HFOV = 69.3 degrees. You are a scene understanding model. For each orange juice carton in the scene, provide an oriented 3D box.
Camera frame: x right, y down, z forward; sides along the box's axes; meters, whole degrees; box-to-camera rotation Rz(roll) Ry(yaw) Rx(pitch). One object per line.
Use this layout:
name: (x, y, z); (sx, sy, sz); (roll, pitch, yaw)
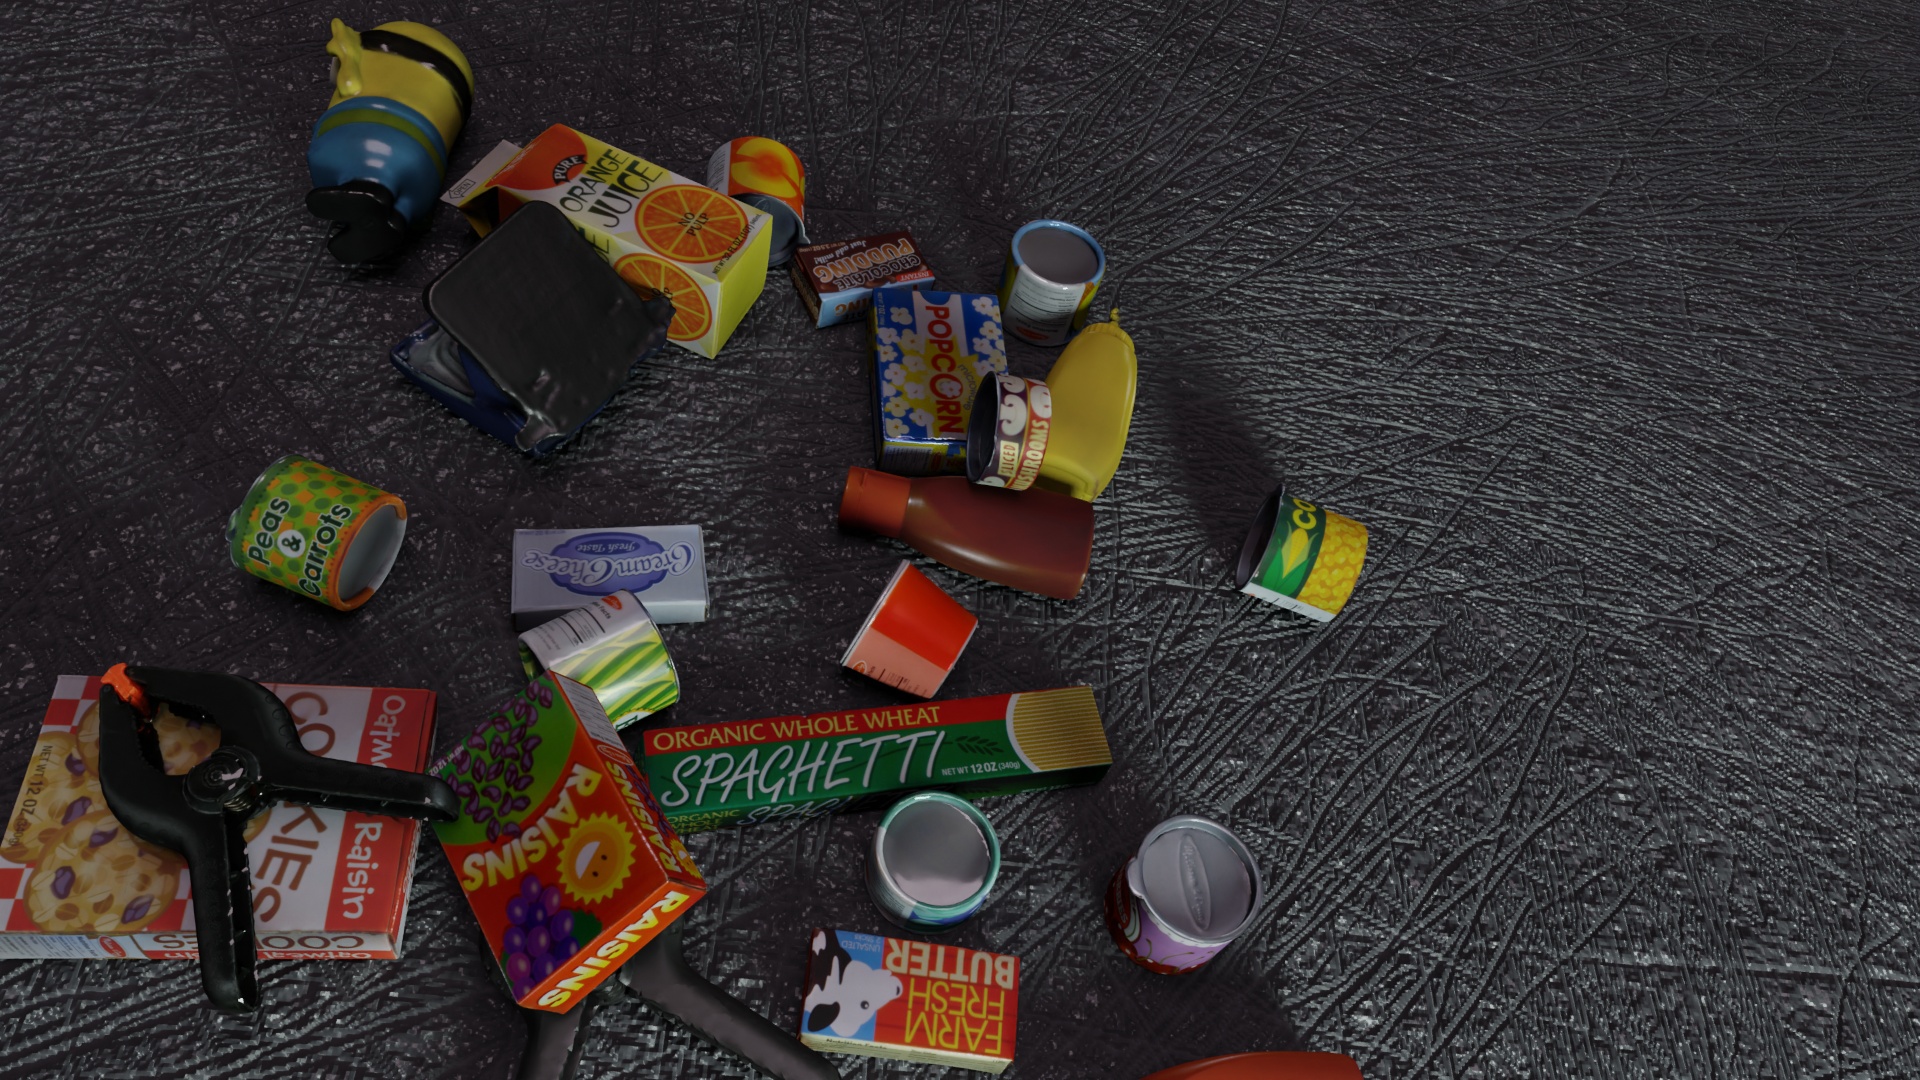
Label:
orange juice carton: (-0.223, -0.197, 0.876); (0.193, 0.072, 0.072); (24, 54, 3)

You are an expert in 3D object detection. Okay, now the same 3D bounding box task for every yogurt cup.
yogurt cup: (-0.027, 0.052, 0.762); (0.054, 0.072, 0.073); (32, 54, -1)

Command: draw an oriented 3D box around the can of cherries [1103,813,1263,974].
can of cherries: (0.110, 0.181, 0.710); (0.071, 0.058, 0.072); (7, 56, -10)

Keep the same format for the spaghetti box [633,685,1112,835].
spaghetti box: (-0.043, 0.115, 0.734); (0.250, 0.028, 0.050); (-4, 57, -17)

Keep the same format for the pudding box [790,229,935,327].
pudding box: (-0.065, -0.175, 0.928); (0.084, 0.030, 0.050); (-15, 62, -23)

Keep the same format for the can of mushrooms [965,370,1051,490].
can of mushrooms: (0.027, -0.062, 0.807); (0.033, 0.070, 0.071); (9, 54, -14)

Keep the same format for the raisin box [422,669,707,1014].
raisin box: (-0.181, 0.133, 0.623); (0.086, 0.040, 0.124); (-39, 61, 0)

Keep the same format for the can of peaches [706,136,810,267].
can of peaches: (-0.134, -0.224, 0.923); (0.071, 0.071, 0.058); (4, 55, -12)

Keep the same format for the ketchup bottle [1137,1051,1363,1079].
ketchup bottle: (0.119, 0.275, 0.656); (0.149, 0.043, 0.065); (5, 54, -11)

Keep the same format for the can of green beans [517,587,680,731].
can of green beans: (-0.185, 0.066, 0.709); (0.058, 0.071, 0.071); (-26, 66, -27)

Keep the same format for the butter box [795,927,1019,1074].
butter box: (-0.024, 0.221, 0.668); (0.103, 0.024, 0.053); (10, 55, -7)

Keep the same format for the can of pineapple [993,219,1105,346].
can of pineapple: (0.060, -0.177, 0.944); (0.071, 0.057, 0.071); (7, 55, -10)

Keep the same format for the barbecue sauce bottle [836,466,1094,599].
barbecue sauce bottle: (0.003, -0.010, 0.824); (0.149, 0.043, 0.065); (13, 51, -5)

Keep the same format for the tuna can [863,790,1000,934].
tuna can: (-0.012, 0.162, 0.707); (0.071, 0.032, 0.071); (7, 55, -10)

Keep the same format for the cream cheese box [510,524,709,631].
cream cheese box: (-0.193, 0.020, 0.764); (0.104, 0.024, 0.053); (-2, 57, -16)

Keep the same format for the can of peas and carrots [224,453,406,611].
can of peas and carrots: (-0.331, -0.003, 0.716); (0.059, 0.070, 0.071); (22, 54, 1)

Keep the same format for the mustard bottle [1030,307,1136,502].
mustard bottle: (0.084, -0.094, 0.899); (0.065, 0.048, 0.161); (23, 53, 1)

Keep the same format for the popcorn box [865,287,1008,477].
popcorn box: (-0.014, -0.101, 0.885); (0.085, 0.038, 0.127); (2, 56, -12)

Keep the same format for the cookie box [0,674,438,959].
cookie box: (-0.338, 0.127, 0.642); (0.168, 0.040, 0.123); (4, 55, -12)

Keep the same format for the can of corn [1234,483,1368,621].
can of corn: (0.208, 0.008, 0.848); (0.058, 0.070, 0.071); (21, 54, -1)
